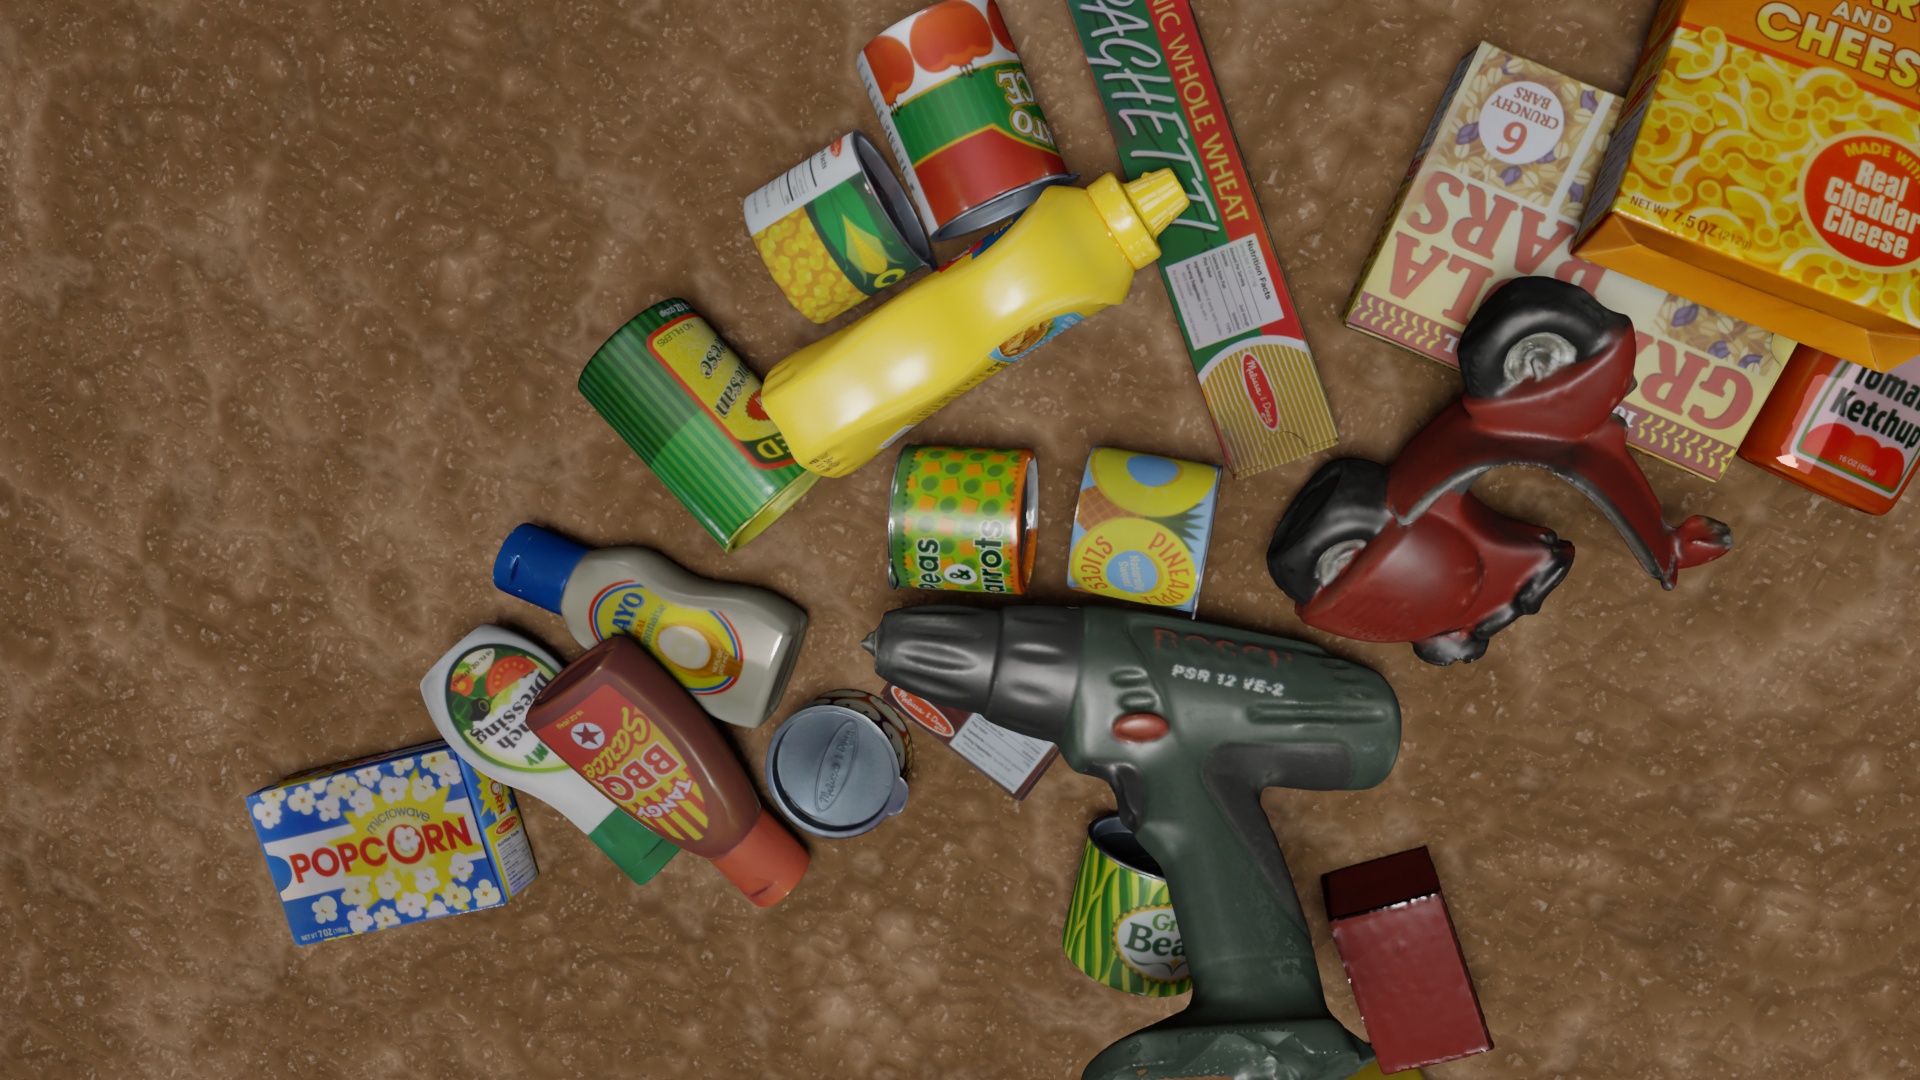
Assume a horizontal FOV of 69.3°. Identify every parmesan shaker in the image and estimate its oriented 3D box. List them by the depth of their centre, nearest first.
[{"bbox_3d":[-0.118,-0.053,0.637,0.071,0.071,0.103,-43,90,14],"label":"parmesan shaker"}]

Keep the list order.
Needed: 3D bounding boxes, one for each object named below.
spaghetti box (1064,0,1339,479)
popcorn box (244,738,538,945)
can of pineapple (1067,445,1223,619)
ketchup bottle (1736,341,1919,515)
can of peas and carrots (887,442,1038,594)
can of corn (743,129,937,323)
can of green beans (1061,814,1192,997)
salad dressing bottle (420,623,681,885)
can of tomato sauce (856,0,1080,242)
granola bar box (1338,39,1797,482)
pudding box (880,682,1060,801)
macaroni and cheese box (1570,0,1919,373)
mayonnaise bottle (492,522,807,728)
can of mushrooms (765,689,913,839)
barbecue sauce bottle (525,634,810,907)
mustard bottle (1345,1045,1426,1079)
[{"bbox_3d":[0.101,-0.152,0.603,0.050,0.029,0.249,-19,95,13],"label":"spaghetti box"},{"bbox_3d":[-0.293,0.153,0.719,0.126,0.038,0.085,-14,97,12],"label":"popcorn box"},{"bbox_3d":[0.081,-0.004,0.609,0.058,0.071,0.071,10,101,10],"label":"can of pineapple"},{"bbox_3d":[0.376,-0.088,0.554,0.065,0.043,0.148,23,102,-6],"label":"ketchup bottle"},{"bbox_3d":[0.002,-0.008,0.622,0.059,0.071,0.070,3,100,10],"label":"can of peas and carrots"},{"bbox_3d":[-0.053,-0.136,0.615,0.058,0.071,0.071,-27,93,14],"label":"can of corn"},{"bbox_3d":[0.084,0.166,0.636,0.071,0.071,0.057,14,102,8],"label":"can of green beans"},{"bbox_3d":[-0.198,0.107,0.688,0.147,0.044,0.064,45,69,-5],"label":"salad dressing bottle"},{"bbox_3d":[0.003,-0.181,0.597,0.071,0.071,0.083,-23,94,13],"label":"can of tomato sauce"},{"bbox_3d":[0.261,-0.114,0.574,0.166,0.039,0.124,24,103,6],"label":"granola bar box"},{"bbox_3d":[0.011,0.076,0.655,0.084,0.030,0.049,37,105,3],"label":"pudding box"},{"bbox_3d":[0.320,-0.163,0.521,0.124,0.040,0.167,23,78,5],"label":"macaroni and cheese box"},{"bbox_3d":[-0.152,0.035,0.672,0.148,0.041,0.064,22,107,6],"label":"mayonnaise bottle"},{"bbox_3d":[-0.056,0.108,0.670,0.071,0.033,0.071,2,98,10],"label":"can of mushrooms"},{"bbox_3d":[-0.133,0.114,0.662,0.064,0.044,0.148,-33,110,23],"label":"barbecue sauce bottle"},{"bbox_3d":[0.177,0.276,0.589,0.065,0.161,0.048,-18,97,14],"label":"mustard bottle"}]
